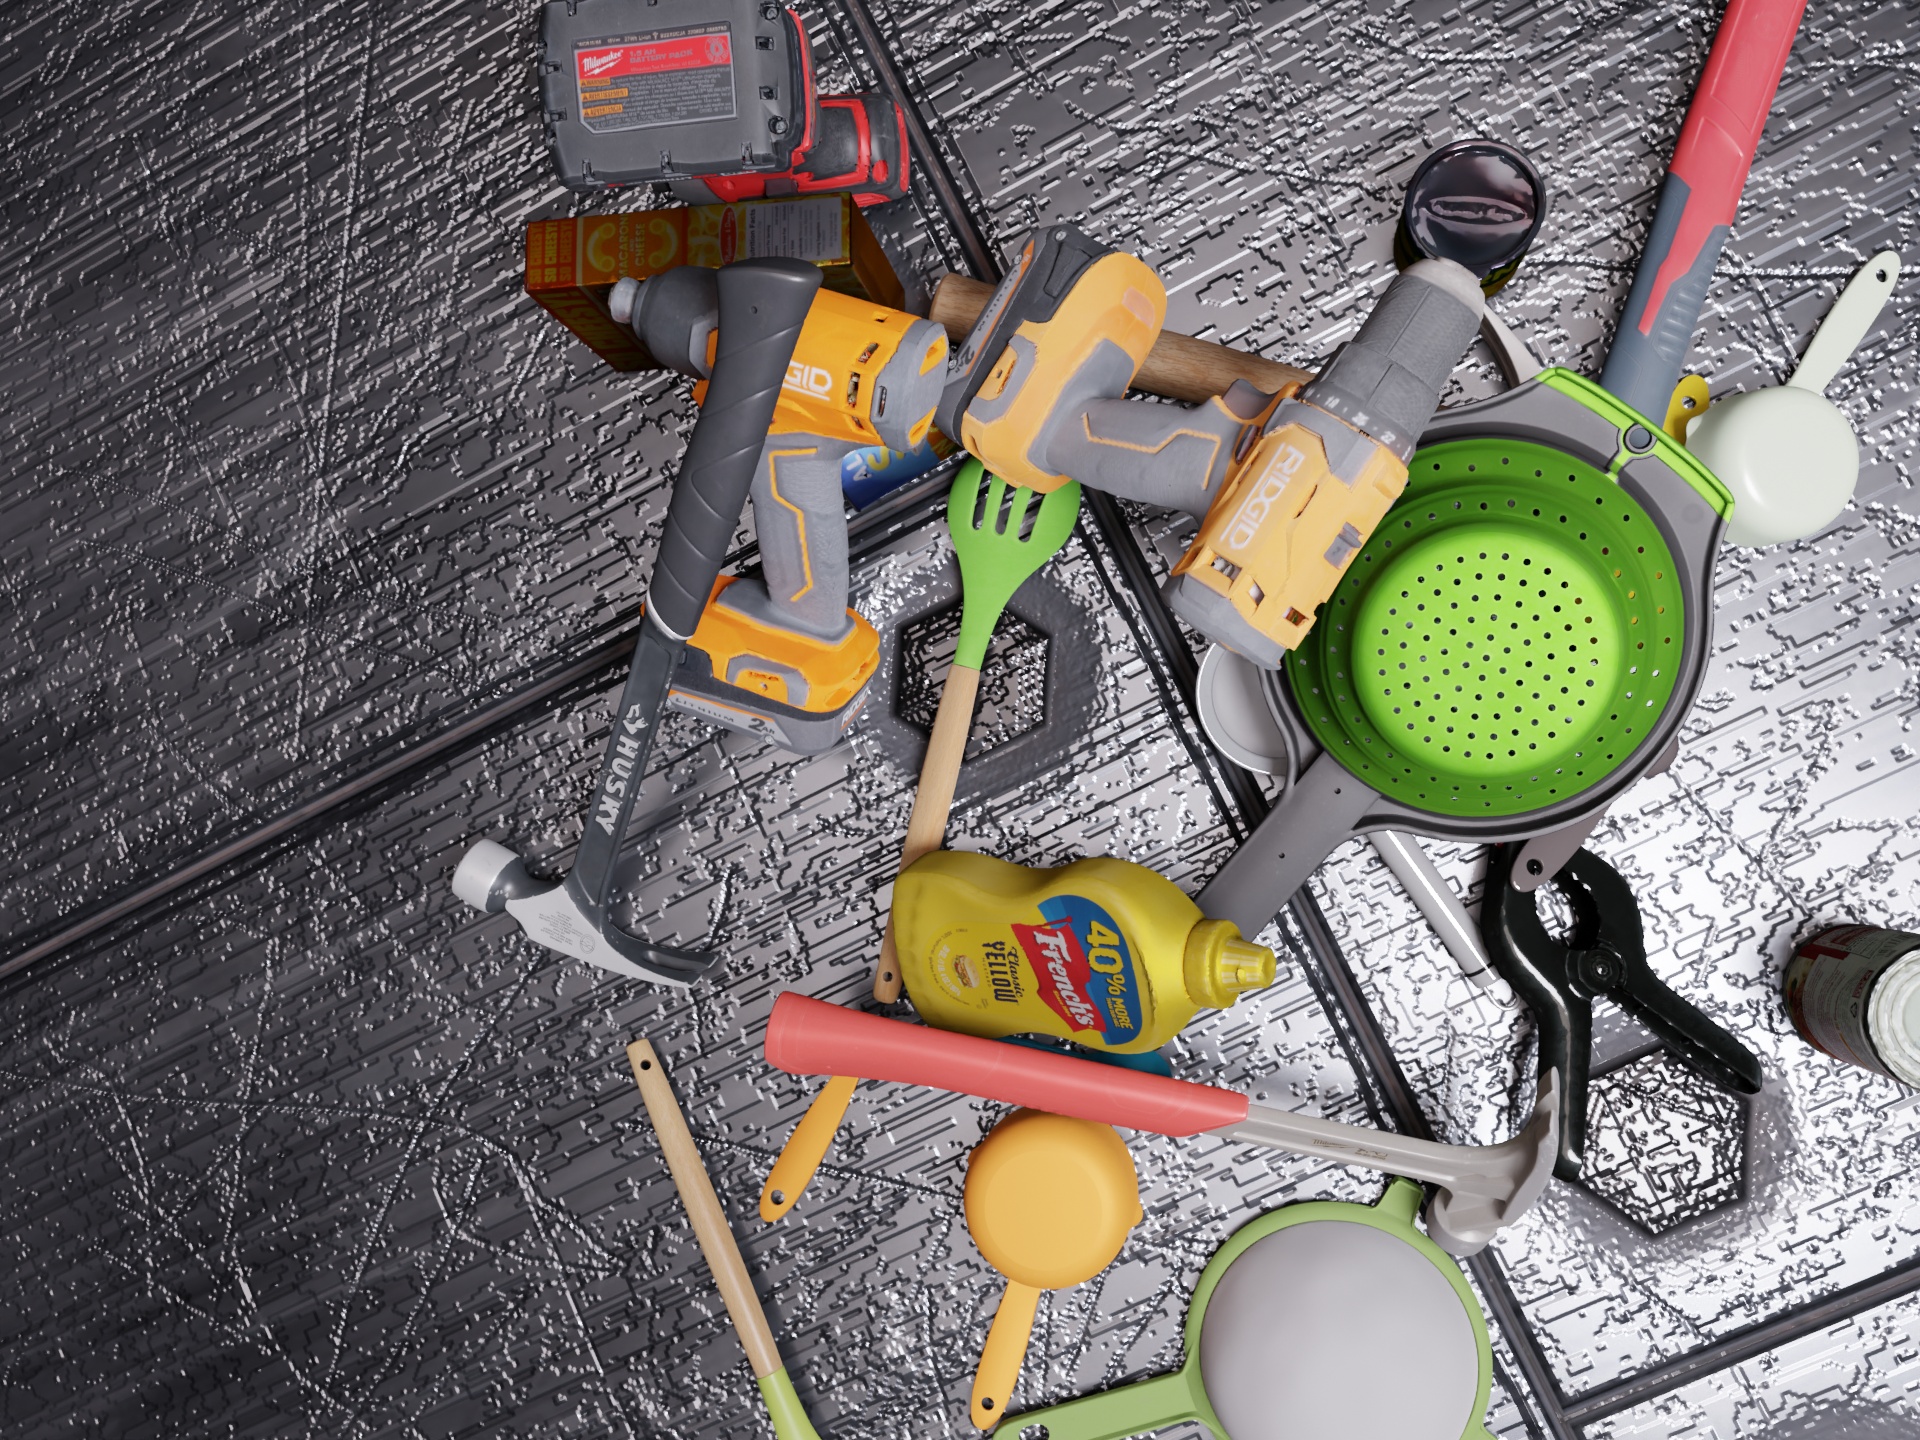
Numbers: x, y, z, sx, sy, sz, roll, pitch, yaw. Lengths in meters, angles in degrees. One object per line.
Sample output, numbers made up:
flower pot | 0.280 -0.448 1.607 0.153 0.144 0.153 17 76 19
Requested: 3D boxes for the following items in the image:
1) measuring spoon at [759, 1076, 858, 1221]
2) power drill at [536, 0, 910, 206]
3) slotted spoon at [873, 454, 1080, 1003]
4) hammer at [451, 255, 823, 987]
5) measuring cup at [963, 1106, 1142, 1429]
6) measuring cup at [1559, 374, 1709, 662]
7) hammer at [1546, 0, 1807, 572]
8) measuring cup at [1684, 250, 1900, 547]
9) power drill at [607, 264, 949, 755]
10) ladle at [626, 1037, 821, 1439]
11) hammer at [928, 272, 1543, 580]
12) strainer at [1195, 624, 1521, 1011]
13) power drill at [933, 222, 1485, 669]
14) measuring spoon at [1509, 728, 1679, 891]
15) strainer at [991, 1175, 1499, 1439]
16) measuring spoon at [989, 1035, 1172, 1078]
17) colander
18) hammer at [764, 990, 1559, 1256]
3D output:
measuring spoon | -0.077 0.218 0.849 0.021 0.011 0.117 30 92 10
power drill | -0.115 -0.290 0.782 0.143 0.220 0.078 -2 99 11
slotted spoon | -0.001 -0.003 0.842 0.070 0.031 0.314 14 91 12
hammer | -0.142 -0.033 0.774 0.149 0.036 0.408 28 121 6
measuring cup | 0.032 0.282 0.805 0.095 0.052 0.173 17 88 10
measuring cup | 0.342 -0.099 0.793 0.062 0.029 0.156 20 79 8
hammer | 0.343 -0.256 0.775 0.143 0.038 0.386 20 85 12
measuring cup | 0.416 -0.160 0.765 0.083 0.038 0.167 34 87 -7
power drill | -0.104 -0.110 0.787 0.164 0.084 0.226 20 123 10
ladle | -0.108 0.315 0.829 0.078 0.062 0.320 -21 79 -19
hammer | 0.143 -0.178 0.824 0.331 0.031 0.130 18 90 11
strainer | 0.200 0.039 0.798 0.087 0.050 0.258 -36 87 5
power drill | 0.110 -0.152 0.727 0.226 0.084 0.185 40 101 38
measuring spoon | 0.307 0.038 0.767 0.124 0.018 0.034 -43 83 -18
strainer | 0.134 0.332 0.776 0.256 0.069 0.151 -18 84 7
measuring spoon | 0.044 0.181 0.820 0.128 0.021 0.042 7 117 14
colander | 0.184 0.026 0.730 0.204 0.094 0.397 39 108 5
hammer | 0.083 0.173 0.740 0.359 0.149 0.037 10 53 9
